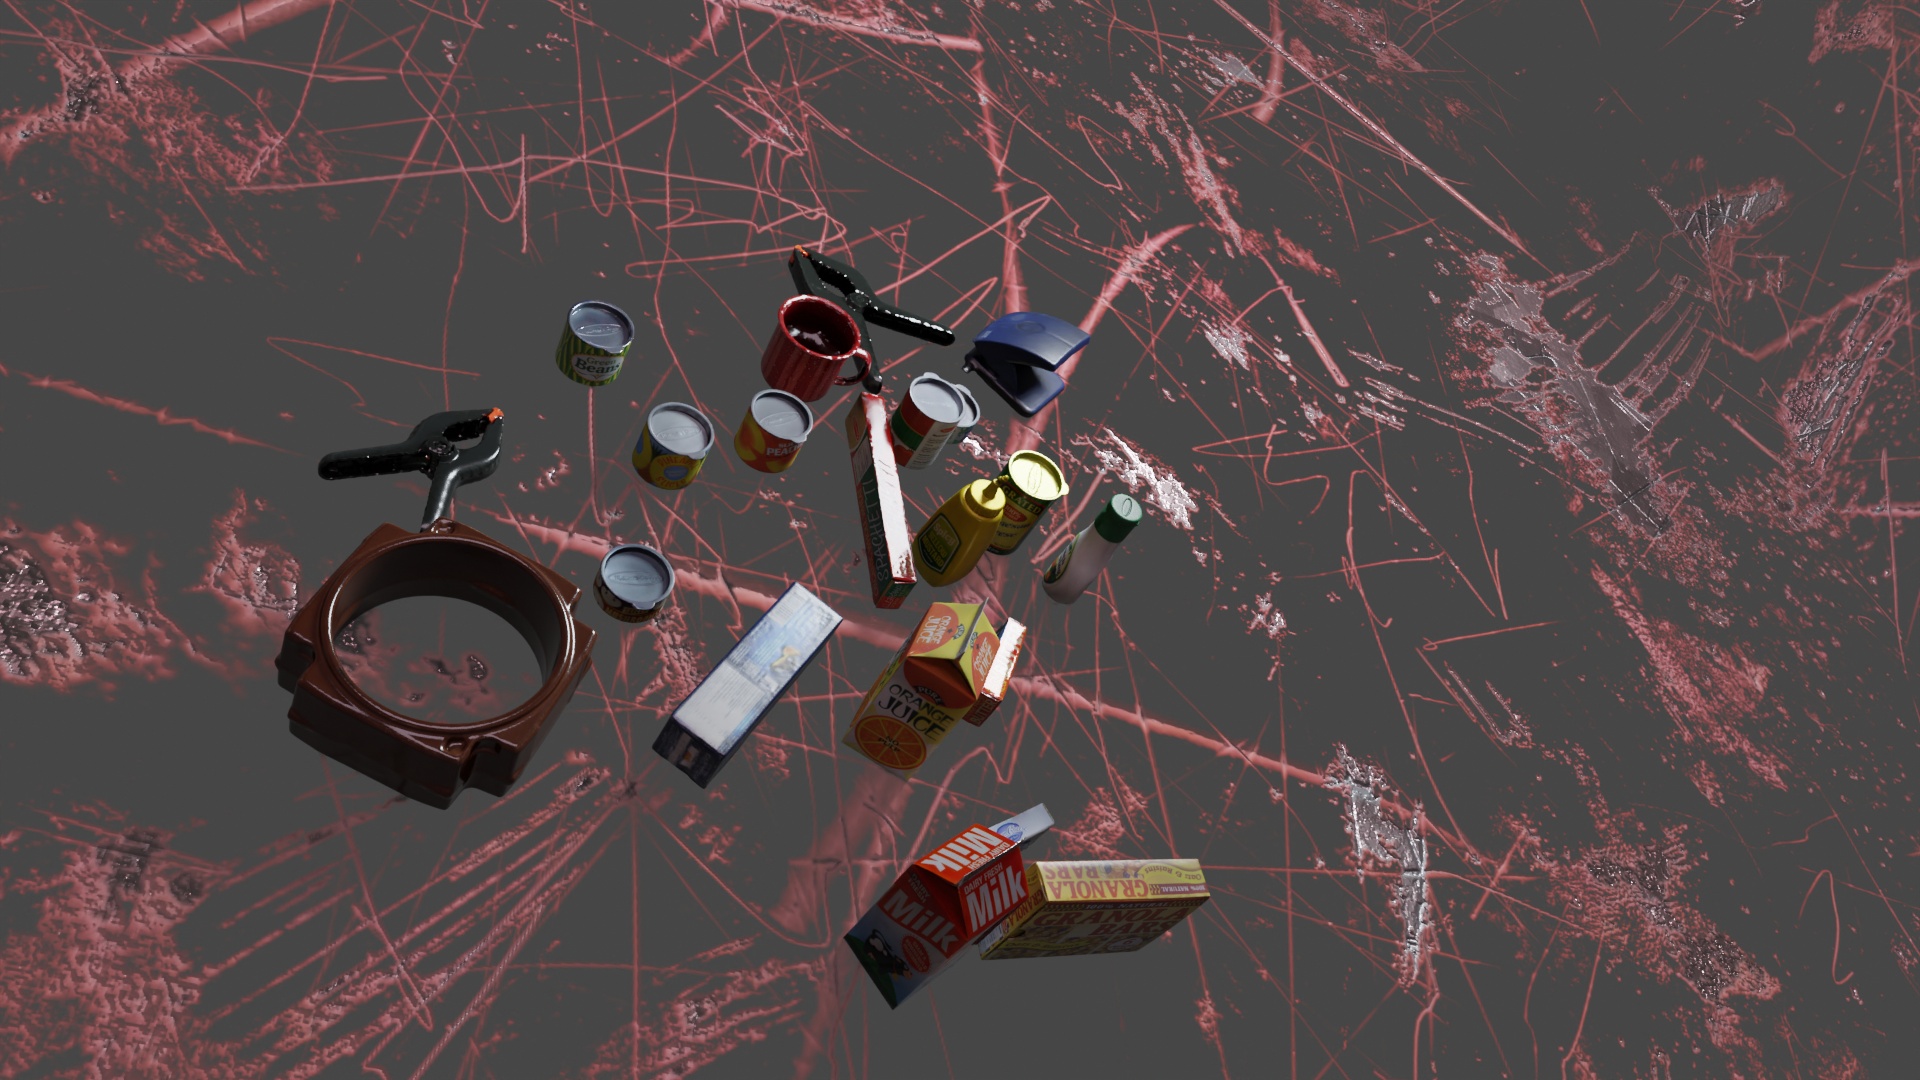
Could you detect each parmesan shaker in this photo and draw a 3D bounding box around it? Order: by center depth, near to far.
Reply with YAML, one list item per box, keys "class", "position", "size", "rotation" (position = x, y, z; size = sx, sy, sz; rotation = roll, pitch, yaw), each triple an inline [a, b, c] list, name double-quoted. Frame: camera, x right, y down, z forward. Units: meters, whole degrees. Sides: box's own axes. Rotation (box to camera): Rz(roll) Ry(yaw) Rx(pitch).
- class: "parmesan shaker"
  position: [0.060, -0.037, 1.478]
  size: [0.071, 0.102, 0.072]
  rotation: [17, 47, -19]

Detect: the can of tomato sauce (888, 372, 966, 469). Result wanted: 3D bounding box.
- class: "can of tomato sauce"
  position: [-0.042, -0.129, 1.507]
  size: [0.071, 0.082, 0.071]
  rotation: [17, 47, -19]

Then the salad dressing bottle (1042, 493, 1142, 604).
- class: "salad dressing bottle"
  position: [0.138, 0.009, 1.454]
  size: [0.044, 0.147, 0.064]
  rotation: [30, 44, -6]

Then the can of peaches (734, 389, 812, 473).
- class: "can of peaches"
  position: [-0.190, -0.109, 1.417]
  size: [0.071, 0.057, 0.071]
  rotation: [17, 47, -19]

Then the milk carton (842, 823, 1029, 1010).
- class: "milk carton"
  position: [-0.013, 0.288, 1.090]
  size: [0.072, 0.189, 0.073]
  rotation: [-23, 68, -42]

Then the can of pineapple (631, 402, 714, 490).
- class: "can of pineapple"
  position: [-0.279, -0.089, 1.346]
  size: [0.071, 0.057, 0.071]
  rotation: [17, 47, -19]

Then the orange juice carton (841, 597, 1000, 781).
- class: "orange juice carton"
  position: [-0.027, 0.125, 1.220]
  size: [0.073, 0.191, 0.072]
  rotation: [32, 44, -4]

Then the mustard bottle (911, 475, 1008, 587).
- class: "mustard bottle"
  position: [0.005, -0.017, 1.385]
  size: [0.049, 0.159, 0.065]
  rotation: [-19, 65, -41]

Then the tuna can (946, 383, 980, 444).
- class: "tuna can"
  position: [-0.013, -0.145, 1.576]
  size: [0.071, 0.032, 0.071]
  rotation: [17, 47, -19]

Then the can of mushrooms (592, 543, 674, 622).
- class: "can of mushrooms"
  position: [-0.293, 0.041, 1.243]
  size: [0.071, 0.033, 0.071]
  rotation: [17, 47, -19]

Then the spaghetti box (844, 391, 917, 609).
- class: "spaghetti box"
  position: [-0.084, -0.044, 1.432]
  size: [0.029, 0.050, 0.251]
  rotation: [8, 50, -26]

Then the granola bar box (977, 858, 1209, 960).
- class: "granola bar box"
  position: [0.111, 0.317, 1.190]
  size: [0.166, 0.123, 0.039]
  rotation: [6, 51, -28]

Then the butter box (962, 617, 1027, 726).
- class: "butter box"
  position: [0.032, 0.128, 1.355]
  size: [0.024, 0.052, 0.104]
  rotation: [30, 44, -6]

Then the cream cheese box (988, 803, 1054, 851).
- class: "cream cheese box"
  position: [0.031, 0.270, 1.231]
  size: [0.104, 0.053, 0.024]
  rotation: [-16, 63, -40]

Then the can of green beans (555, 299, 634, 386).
- class: "can of green beans"
  position: [-0.365, -0.196, 1.384]
  size: [0.071, 0.057, 0.071]
  rotation: [17, 47, -19]
